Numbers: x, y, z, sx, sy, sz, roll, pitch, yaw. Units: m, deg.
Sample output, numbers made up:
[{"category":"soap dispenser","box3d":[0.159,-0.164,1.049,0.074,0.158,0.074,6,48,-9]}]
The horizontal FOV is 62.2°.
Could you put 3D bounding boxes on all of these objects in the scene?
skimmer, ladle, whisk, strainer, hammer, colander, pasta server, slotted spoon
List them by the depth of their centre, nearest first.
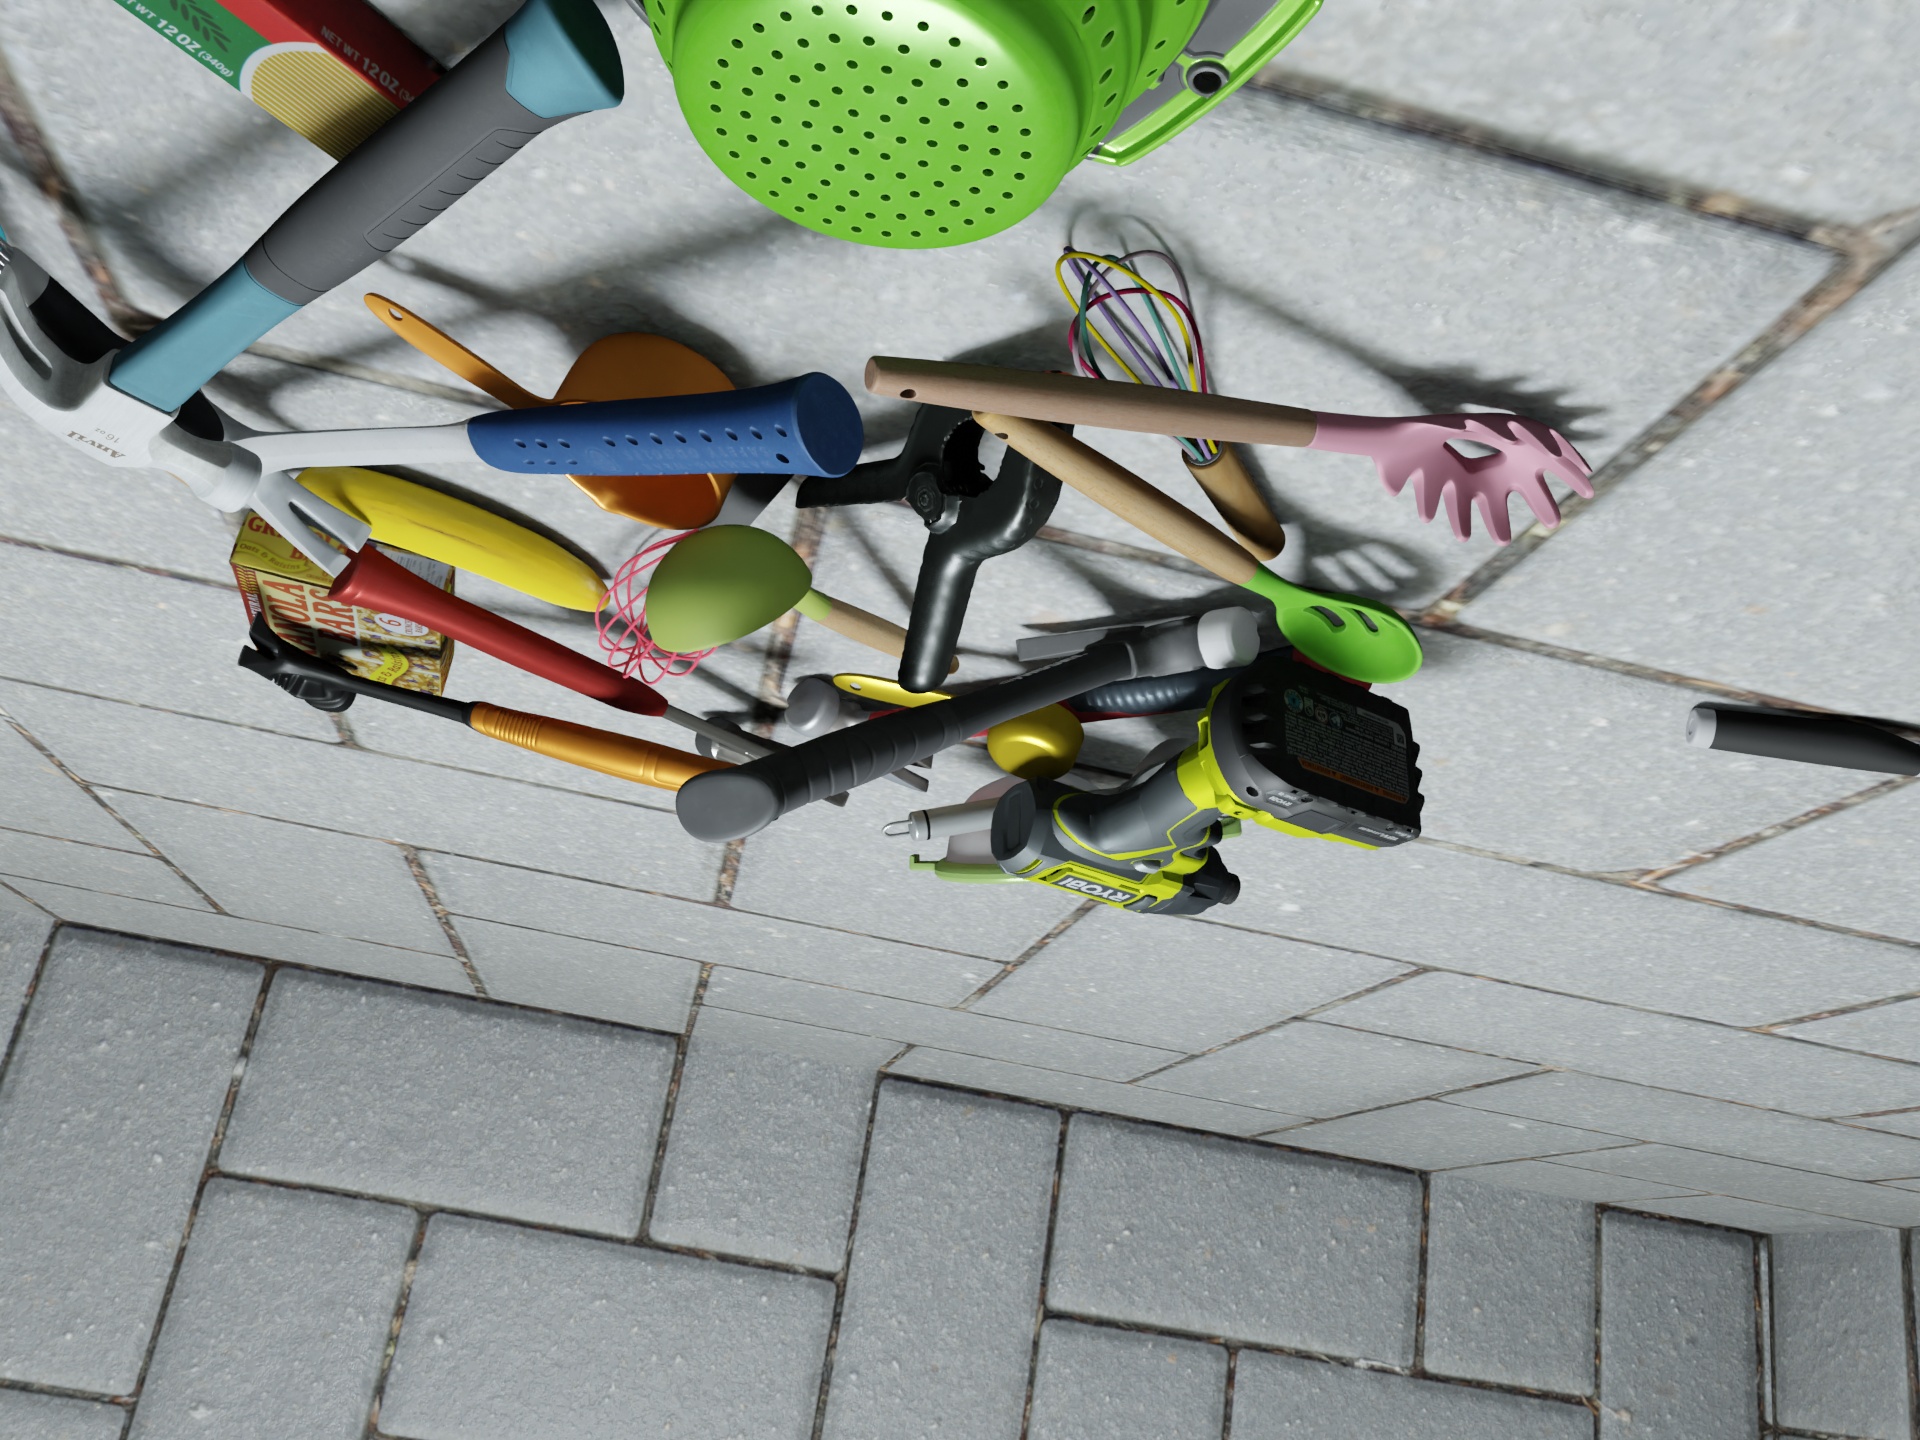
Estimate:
[{"category":"colander","box3d":[-0.085,-0.225,0.405,0.396,0.095,0.204,20,157,-27]},{"category":"hammer","box3d":[-0.242,-0.170,0.588,0.331,0.033,0.128,-20,148,33]},{"category":"pasta server","box3d":[0.113,-0.109,0.612,0.316,0.040,0.060,2,151,-25]},{"category":"whisk","box3d":[-0.400,-0.195,0.623,0.070,0.070,0.284,-1,150,26]},{"category":"whisk","box3d":[0.099,-0.123,0.671,0.047,0.051,0.244,-8,157,25]},{"category":"hammer","box3d":[-0.211,-0.119,0.699,0.406,0.035,0.143,5,146,34]},{"category":"slotted spoon","box3d":[0.115,-0.078,0.717,0.070,0.031,0.313,-1,163,45]},{"category":"hammer","box3d":[-0.001,-0.003,0.784,0.146,0.035,0.334,-6,-170,44]},{"category":"ladle","box3d":[-0.061,-0.043,0.835,0.078,0.062,0.320,-11,169,19]},{"category":"whisk","box3d":[-0.133,-0.091,0.837,0.073,0.073,0.295,17,152,-20]},{"category":"skimmer","box3d":[0.584,0.059,0.871,0.363,0.090,0.127,9,-169,8]},{"category":"hammer","box3d":[-0.270,0.004,0.985,0.337,0.034,0.127,15,167,4]},{"category":"hammer","box3d":[-0.224,-0.024,0.991,0.149,0.037,0.358,16,172,41]},{"category":"hammer","box3d":[0.077,-0.005,0.994,0.386,0.038,0.143,-7,155,37]},{"category":"strainer","box3d":[0.075,0.047,1.001,0.258,0.050,0.086,-9,147,-15]},{"category":"strainer","box3d":[0.099,0.066,1.119,0.256,0.069,0.151,-6,-179,-34]}]

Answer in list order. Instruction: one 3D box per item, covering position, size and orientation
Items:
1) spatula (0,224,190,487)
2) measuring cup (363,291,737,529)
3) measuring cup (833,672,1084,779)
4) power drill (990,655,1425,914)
[{"category":"spatula","box3d":[-0.430,-0.172,0.758,0.044,0.082,0.317,38,169,7]},{"category":"measuring cup","box3d":[-0.173,-0.154,0.705,0.173,0.052,0.095,32,152,-14]},{"category":"measuring cup","box3d":[-0.004,0.002,0.955,0.156,0.029,0.062,14,146,4]},{"category":"power drill","box3d":[0.147,0.053,0.908,0.171,0.080,0.223,19,149,-28]}]
